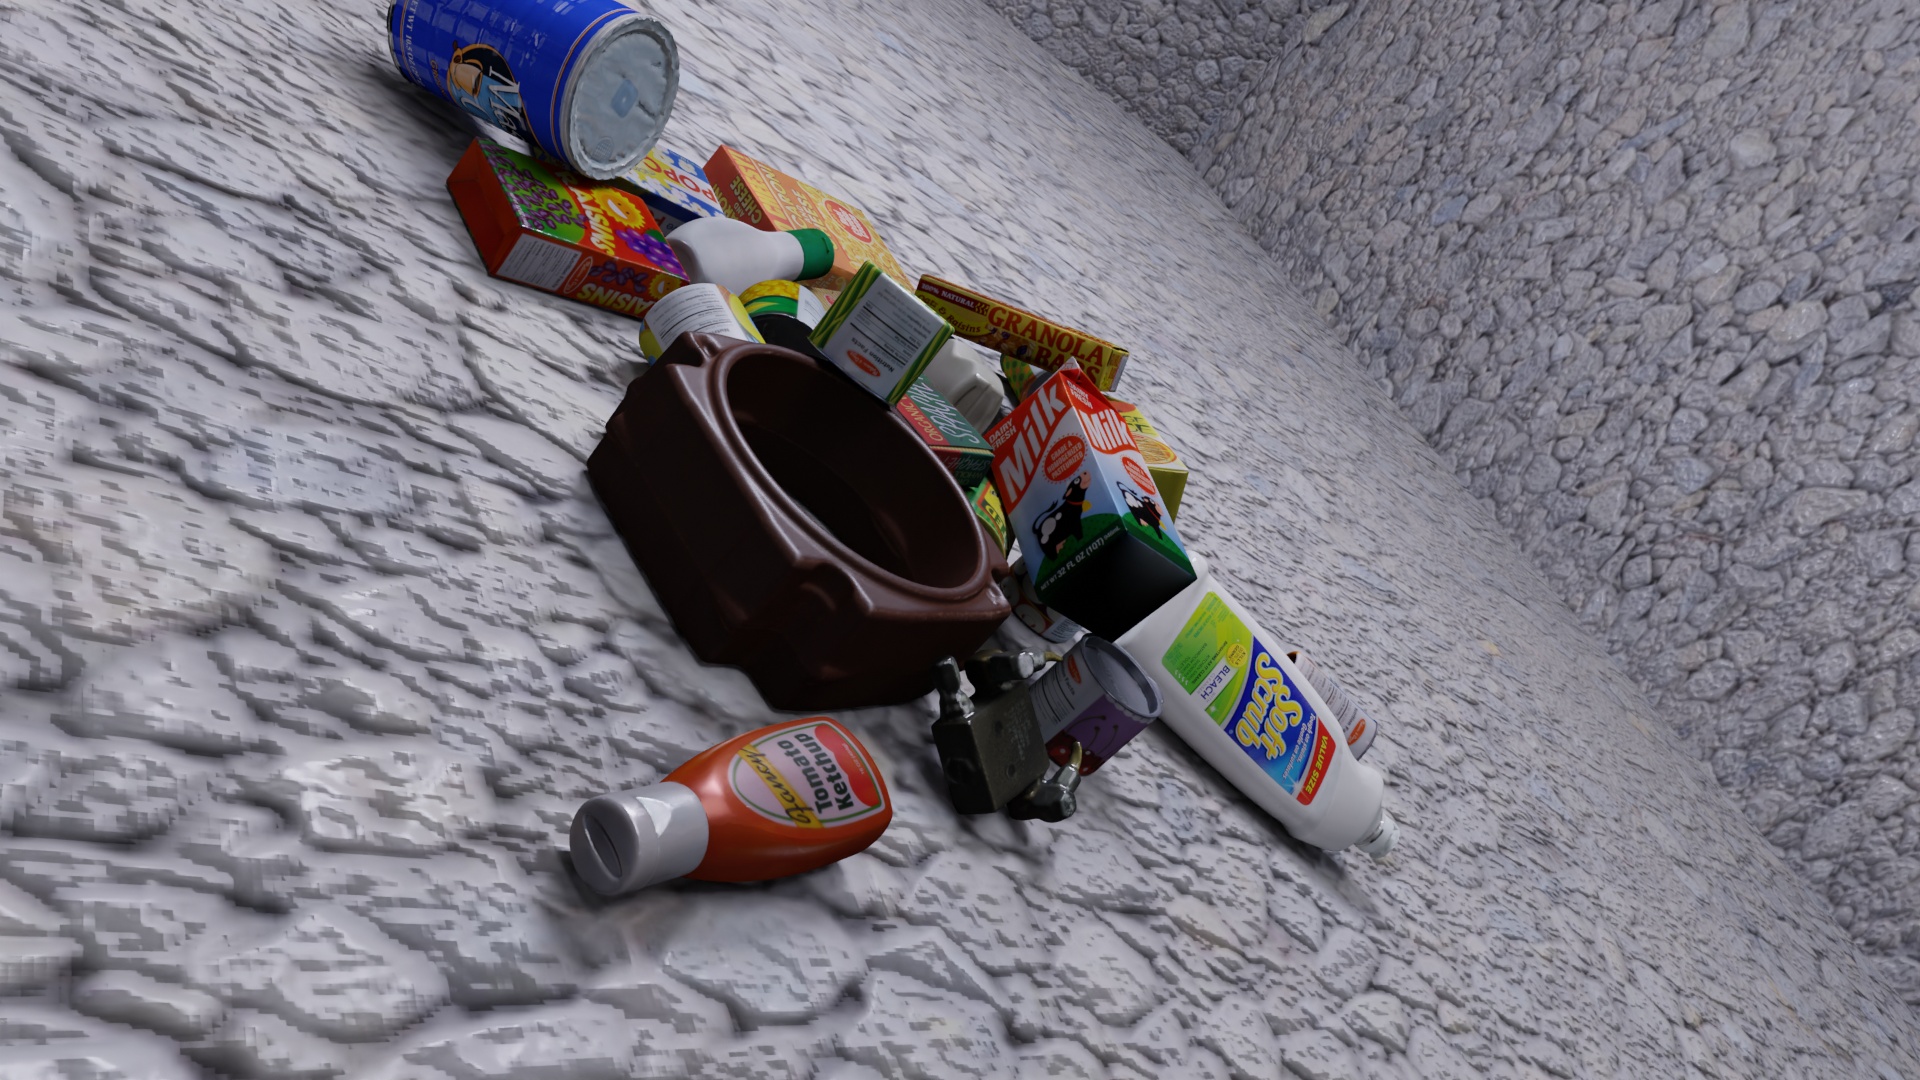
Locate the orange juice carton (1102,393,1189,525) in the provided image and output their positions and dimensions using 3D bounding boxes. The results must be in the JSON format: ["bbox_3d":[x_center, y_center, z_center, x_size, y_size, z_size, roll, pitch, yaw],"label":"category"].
[{"bbox_3d":[0.110,-0.062,1.096,0.073,0.071,0.193,7,23,-14],"label":"orange juice carton"}]

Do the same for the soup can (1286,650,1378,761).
[{"bbox_3d":[0.270,0.138,1.086,0.084,0.071,0.071,43,23,-1],"label":"soup can"}]

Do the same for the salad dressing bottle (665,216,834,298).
[{"bbox_3d":[-0.144,-0.191,0.950,0.148,0.044,0.064,-25,94,-54],"label":"salad dressing bottle"}]

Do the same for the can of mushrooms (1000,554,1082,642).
[{"bbox_3d":[0.061,0.034,0.955,0.071,0.033,0.071,35,25,-19],"label":"can of mushrooms"}]

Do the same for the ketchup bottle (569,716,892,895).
[{"bbox_3d":[-0.091,0.110,0.565,0.065,0.043,0.149,53,25,20],"label":"ketchup bottle"}]

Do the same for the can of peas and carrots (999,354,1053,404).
[{"bbox_3d":[0.076,-0.149,1.252,0.071,0.070,0.059,23,31,-41],"label":"can of peas and carrots"}]

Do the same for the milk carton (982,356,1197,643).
[{"bbox_3d":[0.073,-0.037,0.879,0.073,0.072,0.191,31,28,-38],"label":"milk carton"}]

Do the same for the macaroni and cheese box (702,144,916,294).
[{"bbox_3d":[-0.119,-0.238,1.111,0.166,0.040,0.124,12,39,-52],"label":"macaroni and cheese box"}]

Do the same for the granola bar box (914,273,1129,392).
[{"bbox_3d":[0.051,-0.169,1.135,0.166,0.039,0.124,23,10,10],"label":"granola bar box"}]

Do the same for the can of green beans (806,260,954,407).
[{"bbox_3d":[-0.046,-0.120,0.804,0.071,0.057,0.071,38,7,-6],"label":"can of green beans"}]

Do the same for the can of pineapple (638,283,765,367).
[{"bbox_3d":[-0.147,-0.107,0.813,0.071,0.070,0.058,12,39,-52],"label":"can of pineapple"}]

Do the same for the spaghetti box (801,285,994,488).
[{"bbox_3d":[-0.055,-0.109,0.932,0.050,0.028,0.251,3,30,-32],"label":"spaghetti box"}]

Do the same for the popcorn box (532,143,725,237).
[{"bbox_3d":[-0.225,-0.245,0.951,0.127,0.038,0.085,19,34,-45],"label":"popcorn box"}]

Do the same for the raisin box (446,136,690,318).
[{"bbox_3d":[-0.233,-0.183,0.833,0.123,0.040,0.086,9,40,-52],"label":"raisin box"}]

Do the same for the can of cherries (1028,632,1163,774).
[{"bbox_3d":[0.080,0.101,0.843,0.071,0.058,0.072,36,23,-18],"label":"can of cherries"}]

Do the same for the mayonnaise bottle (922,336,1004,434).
[{"bbox_3d":[-0.006,-0.124,1.076,0.041,0.064,0.148,34,16,-22],"label":"mayonnaise bottle"}]

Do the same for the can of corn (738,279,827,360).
[{"bbox_3d":[-0.120,-0.126,0.892,0.071,0.071,0.058,34,24,-23],"label":"can of corn"}]

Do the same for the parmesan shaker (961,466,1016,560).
[{"bbox_3d":[0.003,-0.011,0.889,0.071,0.071,0.103,42,23,-7],"label":"parmesan shaker"}]
